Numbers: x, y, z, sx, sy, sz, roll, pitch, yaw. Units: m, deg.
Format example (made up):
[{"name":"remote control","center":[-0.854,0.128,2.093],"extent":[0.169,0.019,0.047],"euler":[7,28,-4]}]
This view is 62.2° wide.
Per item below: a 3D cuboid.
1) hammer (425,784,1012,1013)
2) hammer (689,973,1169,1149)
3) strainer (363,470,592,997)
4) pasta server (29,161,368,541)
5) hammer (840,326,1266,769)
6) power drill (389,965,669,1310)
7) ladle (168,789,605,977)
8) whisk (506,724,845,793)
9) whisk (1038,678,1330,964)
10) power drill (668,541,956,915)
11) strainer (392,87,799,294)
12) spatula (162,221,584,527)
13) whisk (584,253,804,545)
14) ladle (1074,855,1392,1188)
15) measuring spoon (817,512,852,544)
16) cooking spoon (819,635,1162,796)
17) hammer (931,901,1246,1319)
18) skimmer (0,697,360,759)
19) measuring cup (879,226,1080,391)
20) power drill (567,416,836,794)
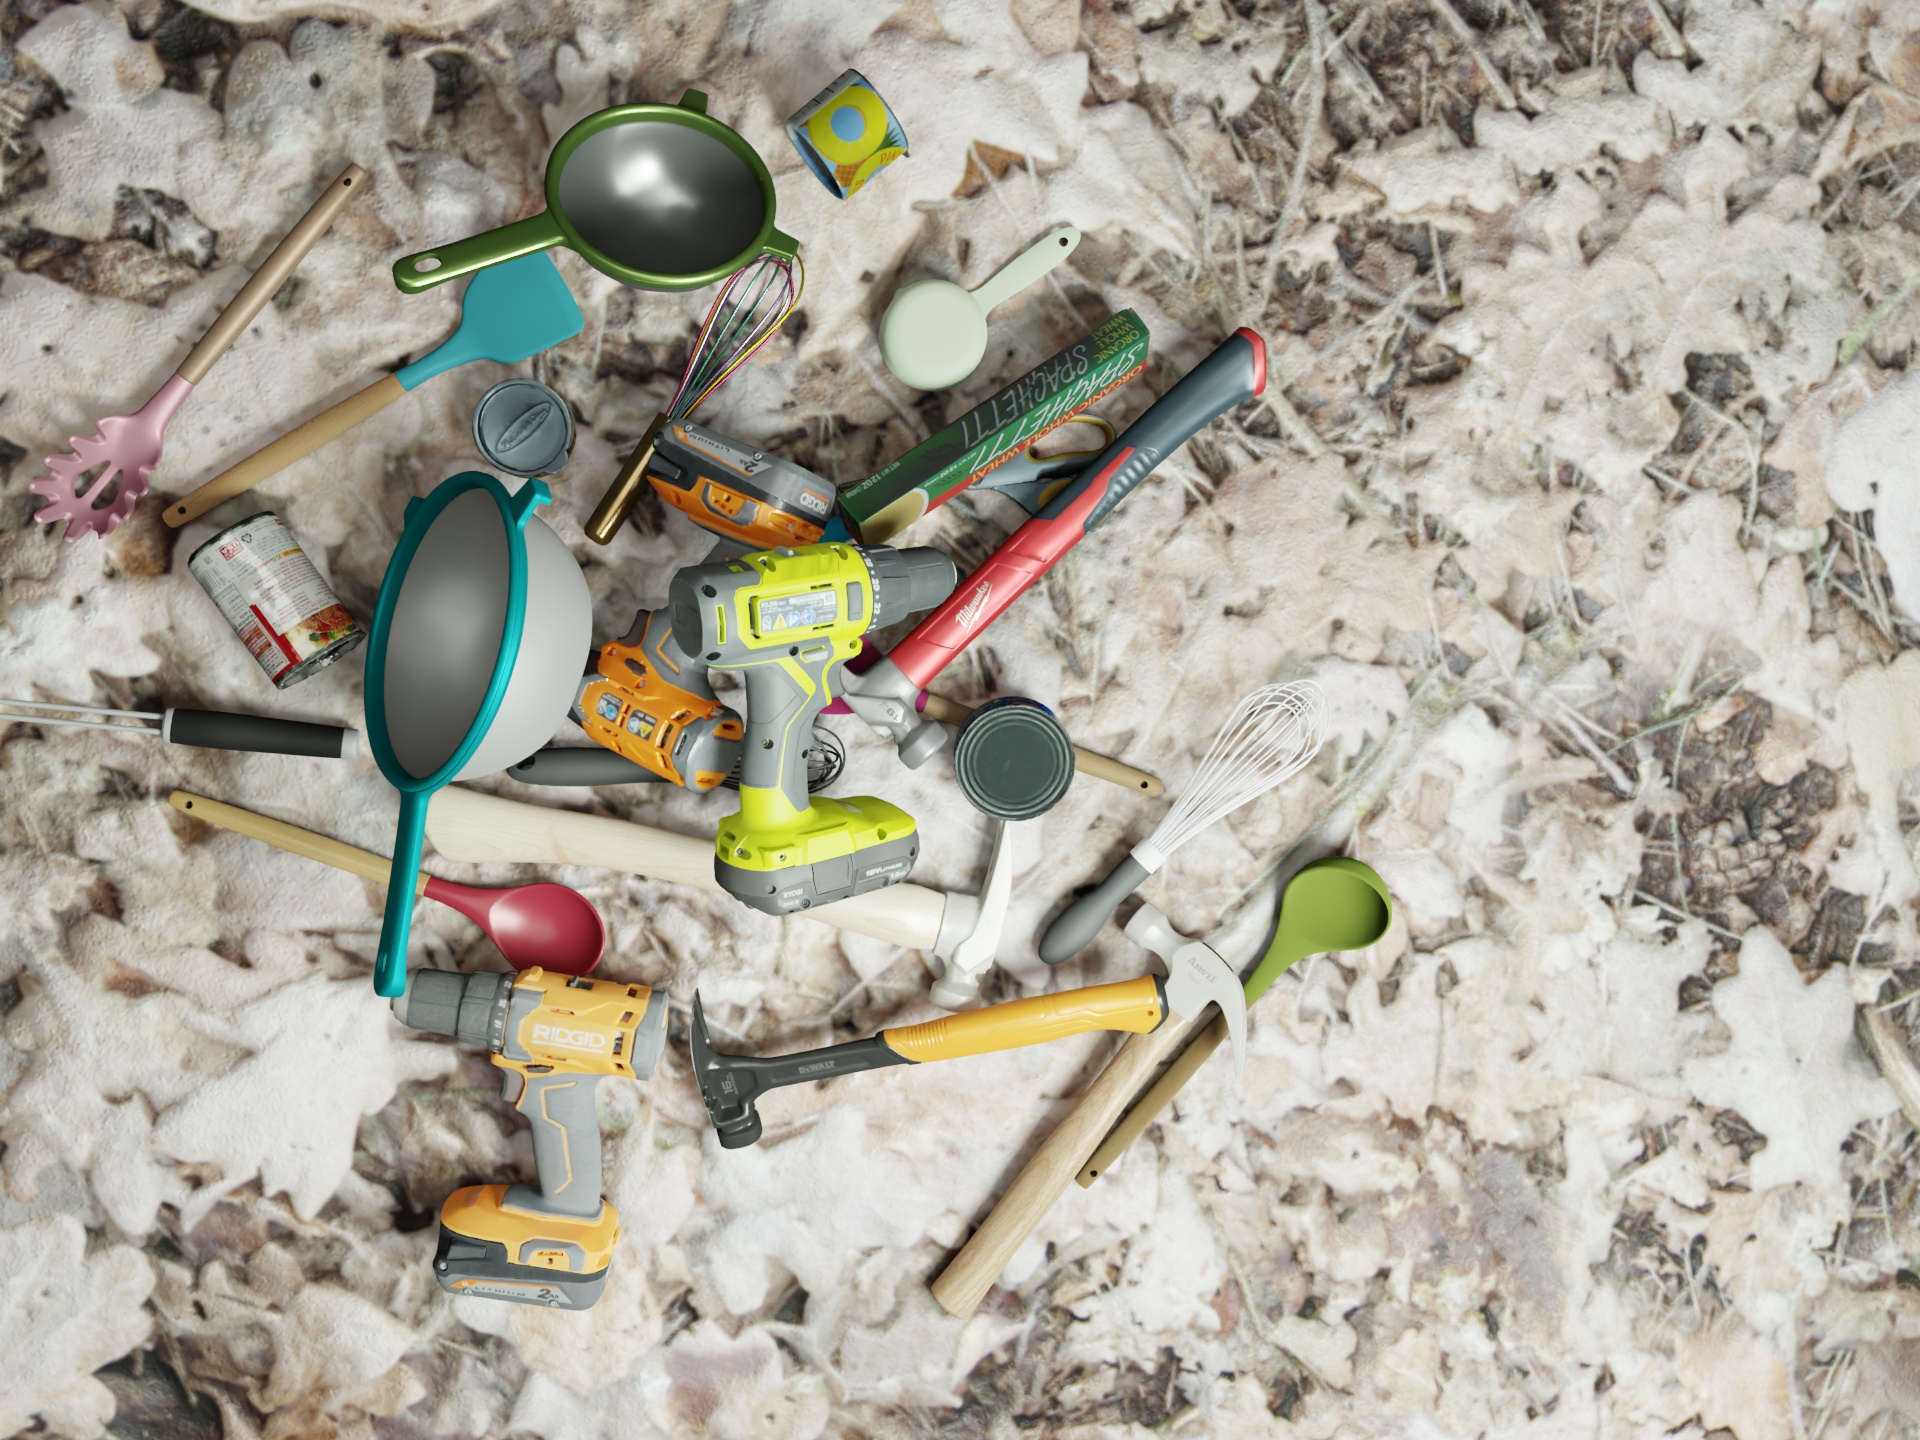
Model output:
[{"name":"hammer","center":[-0.166,0.096,1.123],"extent":[0.410,0.038,0.146],"euler":[14,92,-10]},{"name":"hammer","center":[-0.021,0.220,1.122],"extent":[0.337,0.034,0.127],"euler":[-11,118,1]},{"name":"strainer","center":[-0.314,0.012,1.043],"extent":[0.095,0.211,0.340],"euler":[12,84,-42]},{"name":"pasta server","center":[-0.504,-0.251,1.068],"extent":[0.060,0.040,0.316],"euler":[40,89,-20]},{"name":"hammer","center":[0.058,-0.147,1.118],"extent":[0.386,0.038,0.143],"euler":[-44,95,-1]},{"name":"power drill","center":[-0.309,0.279,1.100],"extent":[0.185,0.084,0.226],"euler":[10,99,-6]},{"name":"ladle","center":[-0.399,0.109,1.114],"extent":[0.315,0.031,0.069],"euler":[21,86,-5]},{"name":"whisk","center":[-0.200,0.029,1.121],"extent":[0.239,0.055,0.055],"euler":[-1,95,-2]},{"name":"whisk","center":[0.159,0.075,1.157],"extent":[0.070,0.070,0.284],"euler":[45,94,-8]},{"name":"power drill","center":[-0.086,-0.004,1.036],"extent":[0.190,0.080,0.228],"euler":[-12,111,-31]},{"name":"strainer","center":[-0.246,-0.314,1.048],"extent":[0.256,0.069,0.151],"euler":[-26,74,-21]},{"name":"spatula","center":[-0.406,-0.219,1.078],"extent":[0.317,0.044,0.082],"euler":[-32,97,-2]},{"name":"whisk","center":[-0.185,-0.225,1.102],"extent":[0.047,0.051,0.245],"euler":[34,94,-13]},{"name":"ladle","center":[0.195,0.228,1.173],"extent":[0.078,0.062,0.320],"euler":[41,92,-5]},{"name":"measuring spoon","center":[-0.106,-0.121,1.134],"extent":[0.128,0.021,0.042],"euler":[-33,83,-12]},{"name":"cooking spoon","center":[-0.002,-0.004,1.151],"extent":[0.319,0.017,0.069],"euler":[20,95,-7]},{"name":"hammer","center":[0.090,0.303,1.164],"extent":[0.130,0.031,0.331],"euler":[38,95,20]},{"name":"skimmer","center":[-0.600,-0.006,1.083],"extent":[0.363,0.090,0.127],"euler":[7,91,-17]},{"name":"measuring cup","center":[0.018,-0.298,1.117],"extent":[0.167,0.038,0.083],"euler":[-36,97,0]},{"name":"power drill","center":[-0.195,-0.083,1.081],"extent":[0.164,0.084,0.226],"euler":[24,93,23]}]
